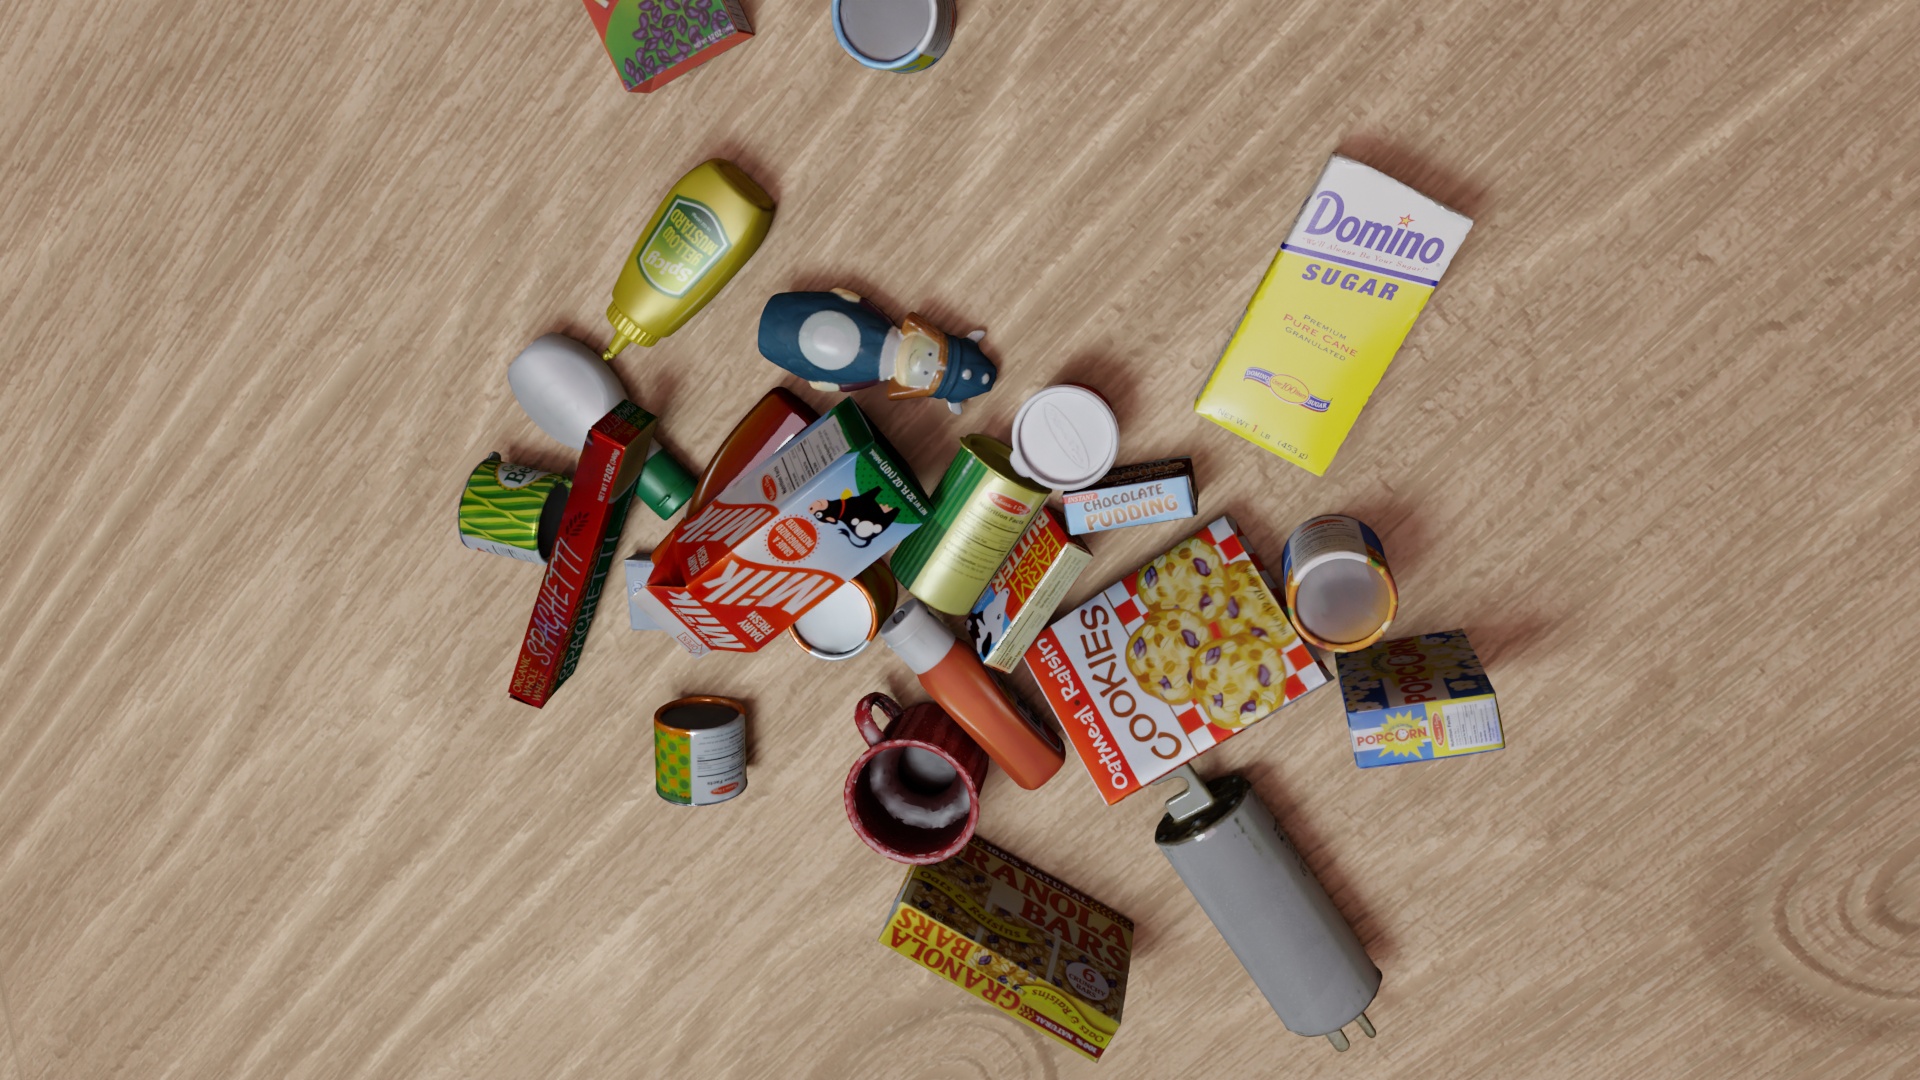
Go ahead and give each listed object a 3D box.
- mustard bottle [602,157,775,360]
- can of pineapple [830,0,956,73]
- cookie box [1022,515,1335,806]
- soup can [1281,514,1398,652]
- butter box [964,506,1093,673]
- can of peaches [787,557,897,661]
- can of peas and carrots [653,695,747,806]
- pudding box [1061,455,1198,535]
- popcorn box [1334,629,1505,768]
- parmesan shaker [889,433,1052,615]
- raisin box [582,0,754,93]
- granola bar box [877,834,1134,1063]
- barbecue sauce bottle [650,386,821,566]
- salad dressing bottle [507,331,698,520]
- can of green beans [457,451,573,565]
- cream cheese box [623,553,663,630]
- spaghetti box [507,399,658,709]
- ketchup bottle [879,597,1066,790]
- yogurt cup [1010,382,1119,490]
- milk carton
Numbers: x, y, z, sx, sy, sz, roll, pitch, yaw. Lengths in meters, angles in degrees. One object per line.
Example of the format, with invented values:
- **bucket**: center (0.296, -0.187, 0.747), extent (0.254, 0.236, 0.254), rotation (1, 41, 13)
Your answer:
- **mustard bottle**: center (-0.190, -0.176, 0.919), extent (0.065, 0.049, 0.159), rotation (42, 109, -1)
- **can of pineapple**: center (-0.042, -0.319, 0.845), extent (0.071, 0.058, 0.070), rotation (3, 107, 11)
- **cookie box**: center (0.138, 0.080, 0.912), extent (0.167, 0.040, 0.123), rotation (-34, 75, 18)
- **soup can**: center (0.238, 0.029, 0.875), extent (0.071, 0.084, 0.071), rotation (3, 107, 10)
- **butter box**: center (0.045, 0.033, 0.926), extent (0.024, 0.053, 0.103), rotation (25, 108, -28)
- **can of peaches**: center (-0.083, 0.041, 0.955), extent (0.071, 0.058, 0.071), rotation (3, 107, 10)
- **can of peas and carrots**: center (-0.189, 0.150, 1.004), extent (0.071, 0.071, 0.058), rotation (4, 106, 10)
- **pudding box**: center (0.111, -0.029, 0.901), extent (0.083, 0.050, 0.030), rotation (-8, 106, 14)
- **popcorn box**: center (0.282, 0.097, 0.863), extent (0.085, 0.127, 0.038), rotation (-11, 101, 14)
- **parmesan shaker**: center (0.003, -0.012, 0.918), extent (0.071, 0.071, 0.102), rotation (34, 110, 0)
- **raisin box**: center (-0.197, -0.358, 0.875), extent (0.086, 0.040, 0.123), rotation (-22, 100, 17)
- **granola bar box**: center (0.037, 0.270, 0.961), extent (0.165, 0.124, 0.039), rotation (28, 109, 2)
- **barbecue sauce bottle**: center (-0.150, -0.032, 0.943), extent (0.065, 0.044, 0.148), rotation (42, 100, -10)
- **salad dressing bottle**: center (-0.245, -0.077, 0.962), extent (0.064, 0.044, 0.147), rotation (-42, 96, 19)
- **can of green beans**: center (-0.311, -0.020, 0.978), extent (0.058, 0.071, 0.071), rotation (12, 108, 7)
- **cream cheese box**: center (-0.187, 0.036, 0.992), extent (0.104, 0.024, 0.053), rotation (0, 106, 11)
- **spaghetti box**: center (-0.263, 0.016, 0.959), extent (0.029, 0.050, 0.248), rotation (28, 122, 1)
- **ketchup bottle**: center (0.008, 0.103, 0.940), extent (0.043, 0.065, 0.148), rotation (-43, 104, 1)
- **yogurt cup**: center (0.070, -0.071, 0.895), extent (0.072, 0.054, 0.072), rotation (3, 106, 10)
- **milk carton**: center (-0.118, 0.001, 0.898), extent (0.190, 0.074, 0.072), rotation (-37, 124, 4)
